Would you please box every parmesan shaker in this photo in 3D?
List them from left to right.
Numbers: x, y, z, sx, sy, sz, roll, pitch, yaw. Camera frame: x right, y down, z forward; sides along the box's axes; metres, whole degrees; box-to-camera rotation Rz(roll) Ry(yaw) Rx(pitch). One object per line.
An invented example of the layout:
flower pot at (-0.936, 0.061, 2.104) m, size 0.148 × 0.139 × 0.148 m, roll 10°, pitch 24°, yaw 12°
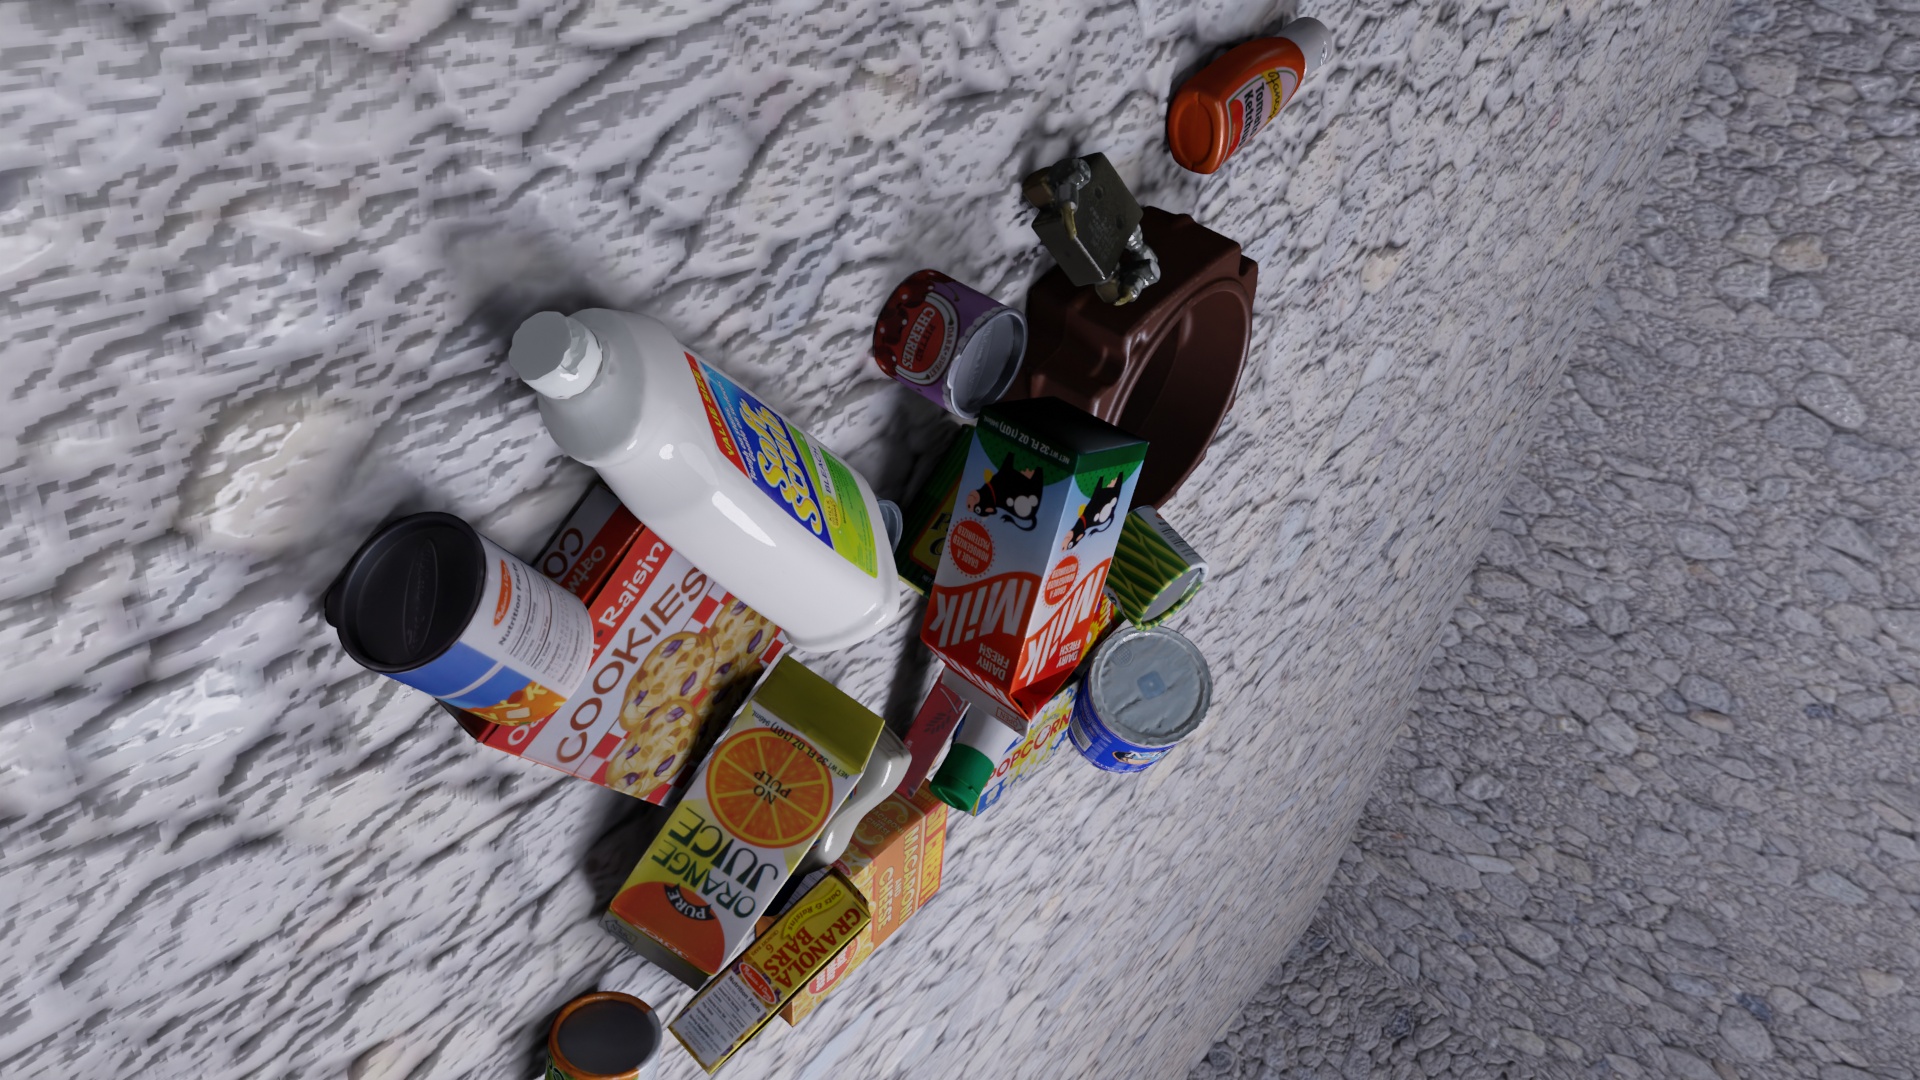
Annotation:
parmesan shaker at (0.003, -0.011, 0.867) m, size 0.103 × 0.071 × 0.071 m, roll -57°, pitch 153°, yaw -5°

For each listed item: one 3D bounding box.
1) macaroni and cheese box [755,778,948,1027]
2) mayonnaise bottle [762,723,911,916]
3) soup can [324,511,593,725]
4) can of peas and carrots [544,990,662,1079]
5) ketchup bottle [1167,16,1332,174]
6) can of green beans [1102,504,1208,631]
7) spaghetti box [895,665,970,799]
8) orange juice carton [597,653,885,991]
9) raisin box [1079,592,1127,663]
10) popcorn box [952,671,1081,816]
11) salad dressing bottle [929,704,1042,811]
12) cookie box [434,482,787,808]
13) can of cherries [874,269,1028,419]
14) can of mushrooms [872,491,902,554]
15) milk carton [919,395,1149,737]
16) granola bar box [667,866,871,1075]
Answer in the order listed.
macaroni and cheese box at (-0.080, 0.265, 1.040) m, size 0.167 × 0.040 × 0.123 m, roll -36°, pitch 145°, yaw -38°
mayonnaise bottle at (-0.095, 0.179, 0.903) m, size 0.147 × 0.065 × 0.041 m, roll -55°, pitch 156°, yaw 14°
soup can at (-0.202, 0.034, 0.569) m, size 0.071 × 0.071 × 0.083 m, roll -54°, pitch 154°, yaw -10°
can of peas and carrots at (-0.216, 0.313, 0.828) m, size 0.071 × 0.071 × 0.058 m, roll -24°, pitch 137°, yaw -49°
ketchup bottle at (0.196, -0.306, 0.931) m, size 0.149 × 0.043 × 0.064 m, roll -43°, pitch 149°, yaw -31°
can of green beans at (0.126, 0.019, 0.944) m, size 0.071 × 0.058 × 0.071 m, roll -34°, pitch 156°, yaw -18°
spaghetti box at (0.011, 0.078, 0.948) m, size 0.248 × 0.029 × 0.050 m, roll -62°, pitch 175°, yaw 33°
orange juice carton at (-0.127, 0.166, 0.775) m, size 0.192 × 0.072 × 0.073 m, roll -55°, pitch -177°, yaw 15°
raisin box at (0.107, 0.045, 1.141) m, size 0.124 × 0.040 × 0.085 m, roll -38°, pitch 147°, yaw -39°
popcorn box at (0.043, 0.161, 1.147) m, size 0.127 × 0.038 × 0.084 m, roll -29°, pitch 140°, yaw -45°
salad dressing bottle at (0.027, 0.134, 1.054) m, size 0.064 × 0.044 × 0.148 m, roll 54°, pitch 56°, yaw -36°
cookie box at (-0.161, 0.059, 0.689) m, size 0.123 × 0.040 × 0.167 m, roll -55°, pitch 153°, yaw -7°
can of cherries at (-0.007, -0.109, 0.765) m, size 0.072 × 0.058 × 0.071 m, roll -41°, pitch 149°, yaw -31°
can of mushrooms at (-0.067, 0.001, 0.800) m, size 0.071 × 0.033 × 0.070 m, roll -41°, pitch 148°, yaw -33°
milk carton at (0.036, 0.019, 0.807) m, size 0.074 × 0.072 × 0.189 m, roll -14°, pitch 127°, yaw -50°
granola bar box at (-0.112, 0.260, 0.859) m, size 0.124 × 0.039 × 0.165 m, roll -42°, pitch 174°, yaw -11°
